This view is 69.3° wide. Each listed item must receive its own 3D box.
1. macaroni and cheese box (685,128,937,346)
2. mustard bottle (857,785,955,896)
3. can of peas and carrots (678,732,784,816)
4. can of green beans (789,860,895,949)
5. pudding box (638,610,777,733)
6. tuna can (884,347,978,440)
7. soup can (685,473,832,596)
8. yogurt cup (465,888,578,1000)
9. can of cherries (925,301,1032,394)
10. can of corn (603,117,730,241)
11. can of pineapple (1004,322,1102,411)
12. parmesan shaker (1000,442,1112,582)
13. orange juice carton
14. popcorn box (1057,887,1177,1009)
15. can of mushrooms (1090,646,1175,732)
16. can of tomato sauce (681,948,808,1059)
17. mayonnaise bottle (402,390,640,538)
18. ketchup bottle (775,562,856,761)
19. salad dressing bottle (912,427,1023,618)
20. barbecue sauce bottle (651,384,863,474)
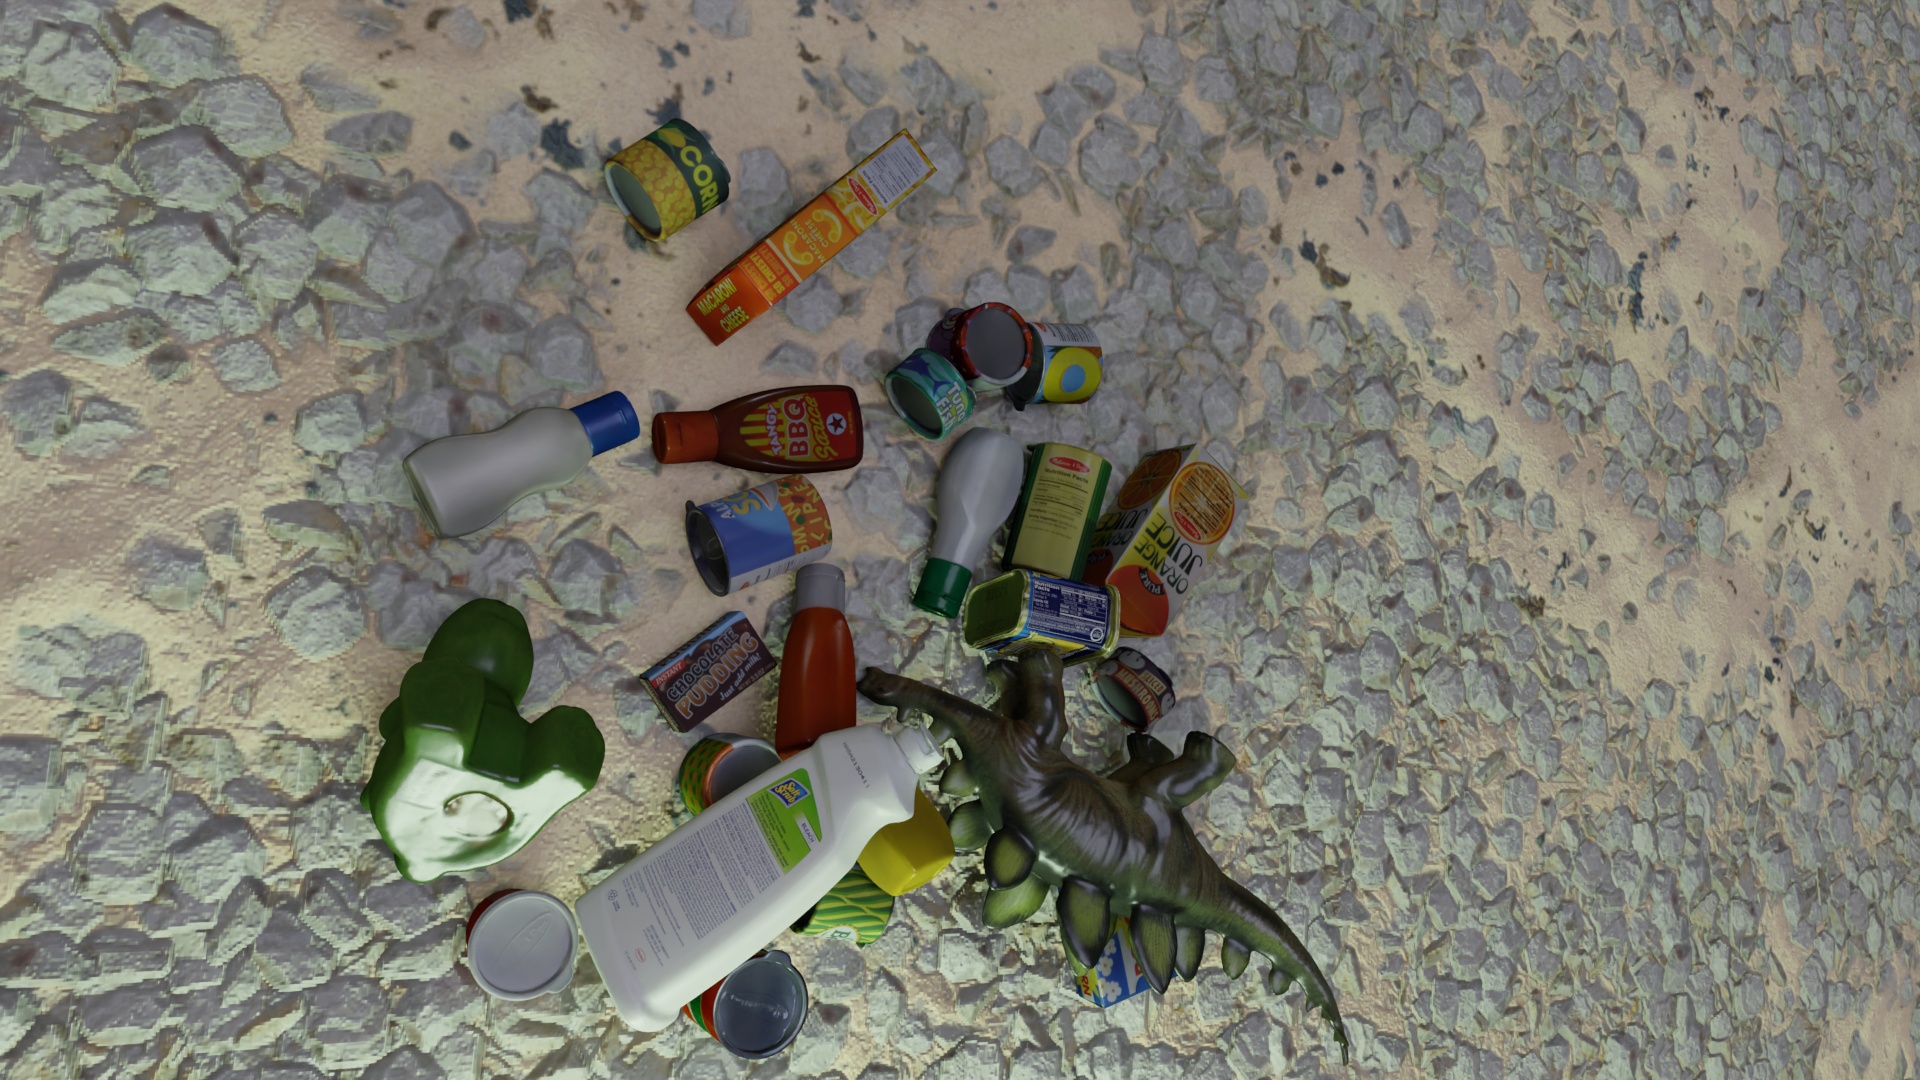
[{"bbox_3d":[-0.109,-0.214,0.985,0.167,0.123,0.040,-45,105,-24],"label":"macaroni and cheese box"},{"bbox_3d":[-0.070,0.177,0.999,0.065,0.048,0.160,-8,52,-49],"label":"mustard bottle"},{"bbox_3d":[-0.157,0.171,0.968,0.071,0.058,0.071,2,85,-28],"label":"can of peas and carrots"},{"bbox_3d":[-0.087,0.253,0.996,0.058,0.071,0.071,16,79,-27],"label":"can of green beans"},{"bbox_3d":[-0.178,0.091,0.978,0.084,0.030,0.049,-37,103,-26],"label":"pudding box"},{"bbox_3d":[-0.023,-0.110,1.056,0.033,0.071,0.071,-43,107,-23],"label":"tuna can"},{"bbox_3d":[-0.143,-0.007,0.984,0.084,0.071,0.071,-21,97,-29],"label":"soup can"},{"bbox_3d":[-0.285,0.256,0.893,0.072,0.054,0.072,2,85,-29],"label":"yogurt cup"},{"bbox_3d":[0.014,-0.152,1.085,0.071,0.058,0.071,2,86,-29],"label":"can of cherries"},{"bbox_3d":[-0.203,-0.249,0.965,0.058,0.071,0.071,-41,106,-24],"label":"can of corn"},{"bbox_3d":[0.072,-0.140,1.114,0.058,0.071,0.071,-3,88,-29],"label":"can of pineapple"},{"bbox_3d":[0.074,-0.019,1.107,0.071,0.071,0.103,22,77,-26],"label":"parmesan shaker"},{"bbox_3d":[0.150,0.016,1.141,0.073,0.071,0.193,44,68,-19],"label":"orange juice carton"},{"bbox_3d":[0.128,0.301,1.128,0.085,0.038,0.126,-12,92,-30],"label":"popcorn box"},{"bbox_3d":[0.141,0.121,1.129,0.033,0.071,0.071,-39,105,-24],"label":"can of mushrooms"},{"bbox_3d":[-0.150,0.307,0.948,0.071,0.083,0.071,2,86,-29],"label":"can of tomato sauce"},{"bbox_3d":[-0.287,-0.056,0.923,0.149,0.041,0.064,-28,102,-29],"label":"mayonnaise bottle"},{"bbox_3d":[-0.100,0.088,0.984,0.064,0.043,0.149,40,39,-47],"label":"ketchup bottle"},{"bbox_3d":[0.004,-0.014,1.080,0.064,0.044,0.148,27,75,-27],"label":"salad dressing bottle"},{"bbox_3d":[-0.145,-0.078,1.001,0.149,0.043,0.065,-6,89,-29],"label":"barbecue sauce bottle"}]
